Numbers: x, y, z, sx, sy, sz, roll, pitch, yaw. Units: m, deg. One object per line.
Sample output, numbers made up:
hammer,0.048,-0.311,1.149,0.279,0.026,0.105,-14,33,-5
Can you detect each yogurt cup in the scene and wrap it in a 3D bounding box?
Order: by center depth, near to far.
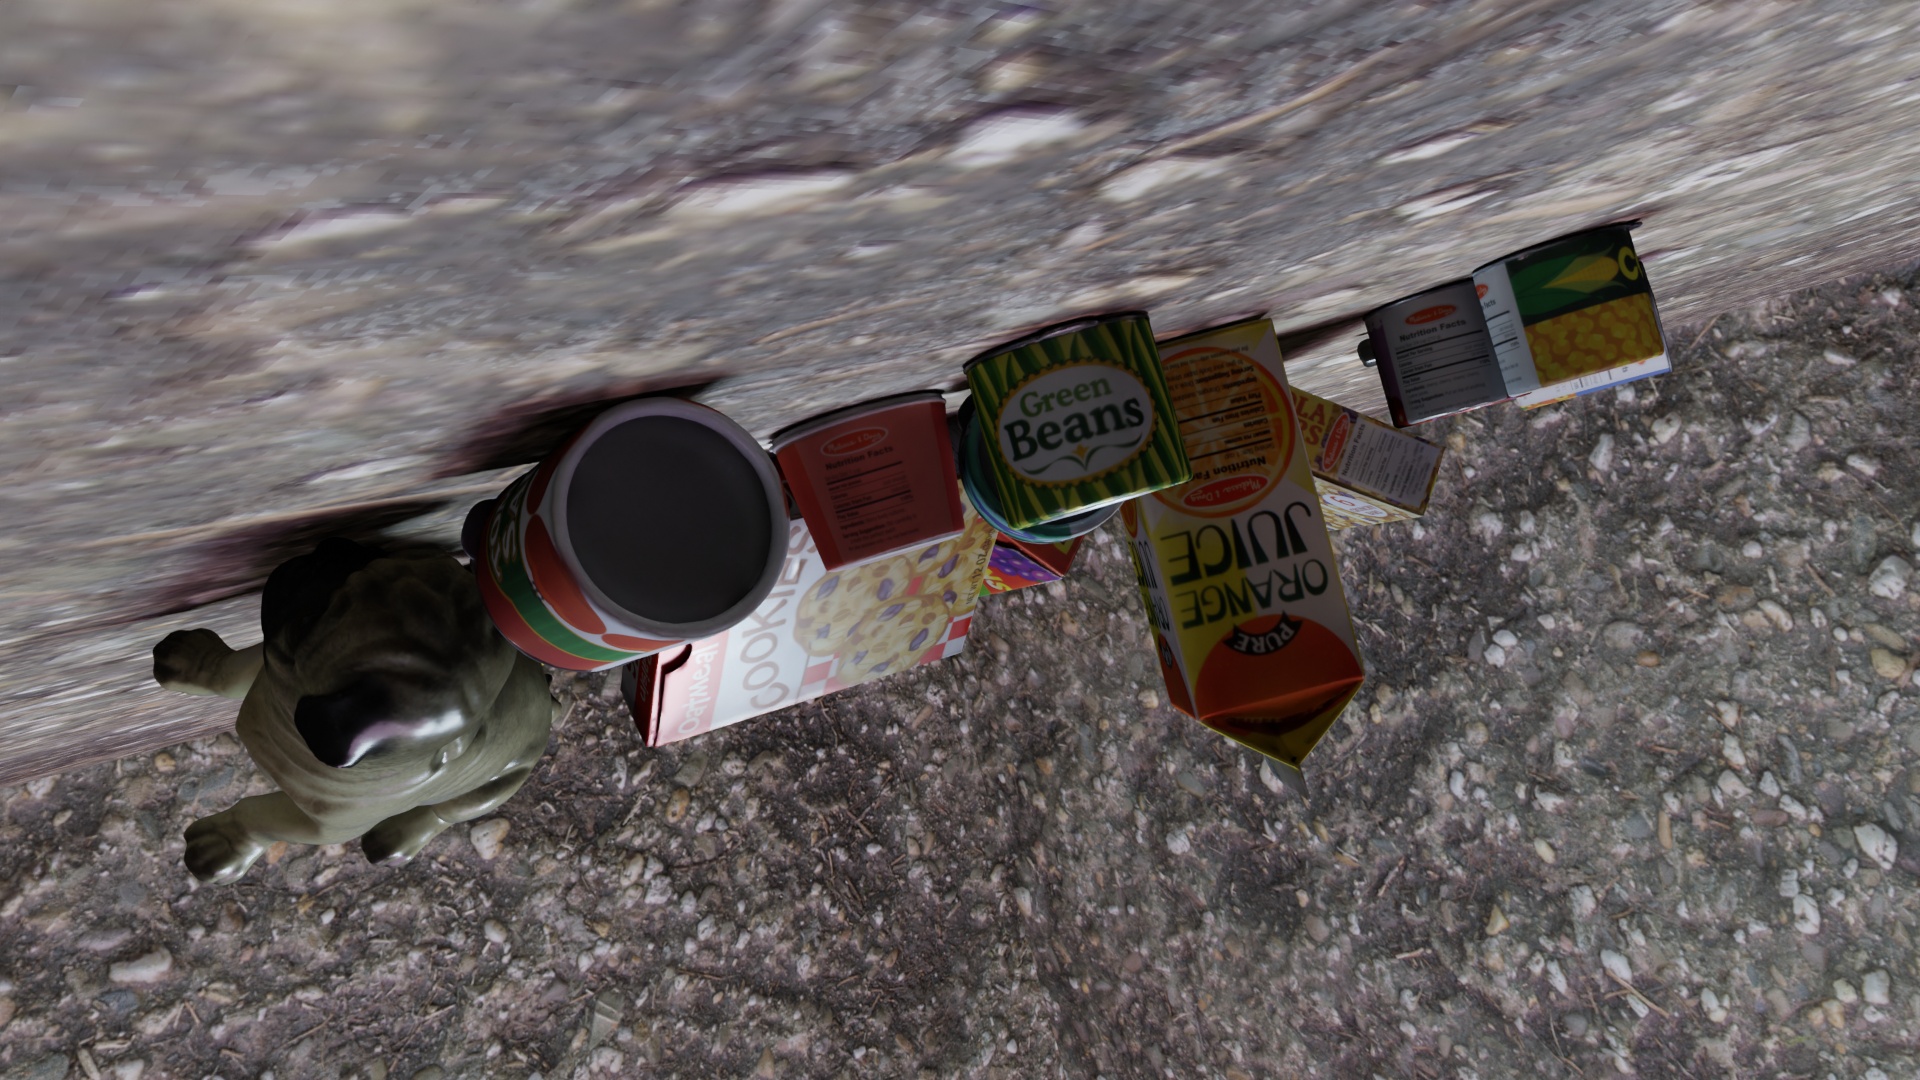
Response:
yogurt cup,-0.031,-0.021,0.523,0.072,0.054,0.072,-16,178,0

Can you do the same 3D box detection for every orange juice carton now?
orange juice carton,0.114,0.012,0.587,0.073,0.192,0.072,-15,179,-1

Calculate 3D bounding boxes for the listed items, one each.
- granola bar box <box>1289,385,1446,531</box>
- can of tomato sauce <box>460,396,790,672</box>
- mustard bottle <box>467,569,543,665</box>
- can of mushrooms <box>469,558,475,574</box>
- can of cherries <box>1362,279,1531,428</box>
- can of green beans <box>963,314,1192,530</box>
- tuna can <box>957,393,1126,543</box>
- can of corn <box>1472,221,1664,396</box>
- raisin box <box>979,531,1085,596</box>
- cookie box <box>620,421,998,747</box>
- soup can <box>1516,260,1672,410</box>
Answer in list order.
granola bar box,0.160,-0.045,0.736,0.124,0.039,0.165,21,175,-4
can of tomato sauce,-0.096,-0.001,0.393,0.071,0.071,0.083,-15,178,-33
mustard bottle,-0.232,0.041,0.694,0.161,0.065,0.049,-21,-175,-15
can of mushrooms,-0.189,0.015,0.642,0.071,0.033,0.071,-16,179,0
can of cherries,0.235,-0.090,0.670,0.071,0.058,0.071,-15,178,0
can of green beans,0.040,-0.039,0.473,0.071,0.058,0.071,-16,179,0
tuna can,0.031,-0.034,0.523,0.071,0.071,0.033,-15,177,-5
can of corn,0.268,-0.100,0.607,0.071,0.058,0.071,-15,179,0
raisin box,0.003,-0.010,0.760,0.040,0.086,0.123,-61,-162,-20
cookie box,-0.063,0.018,0.620,0.168,0.040,0.122,-15,138,-32
soup can,0.364,-0.120,0.814,0.083,0.071,0.071,-16,179,26
